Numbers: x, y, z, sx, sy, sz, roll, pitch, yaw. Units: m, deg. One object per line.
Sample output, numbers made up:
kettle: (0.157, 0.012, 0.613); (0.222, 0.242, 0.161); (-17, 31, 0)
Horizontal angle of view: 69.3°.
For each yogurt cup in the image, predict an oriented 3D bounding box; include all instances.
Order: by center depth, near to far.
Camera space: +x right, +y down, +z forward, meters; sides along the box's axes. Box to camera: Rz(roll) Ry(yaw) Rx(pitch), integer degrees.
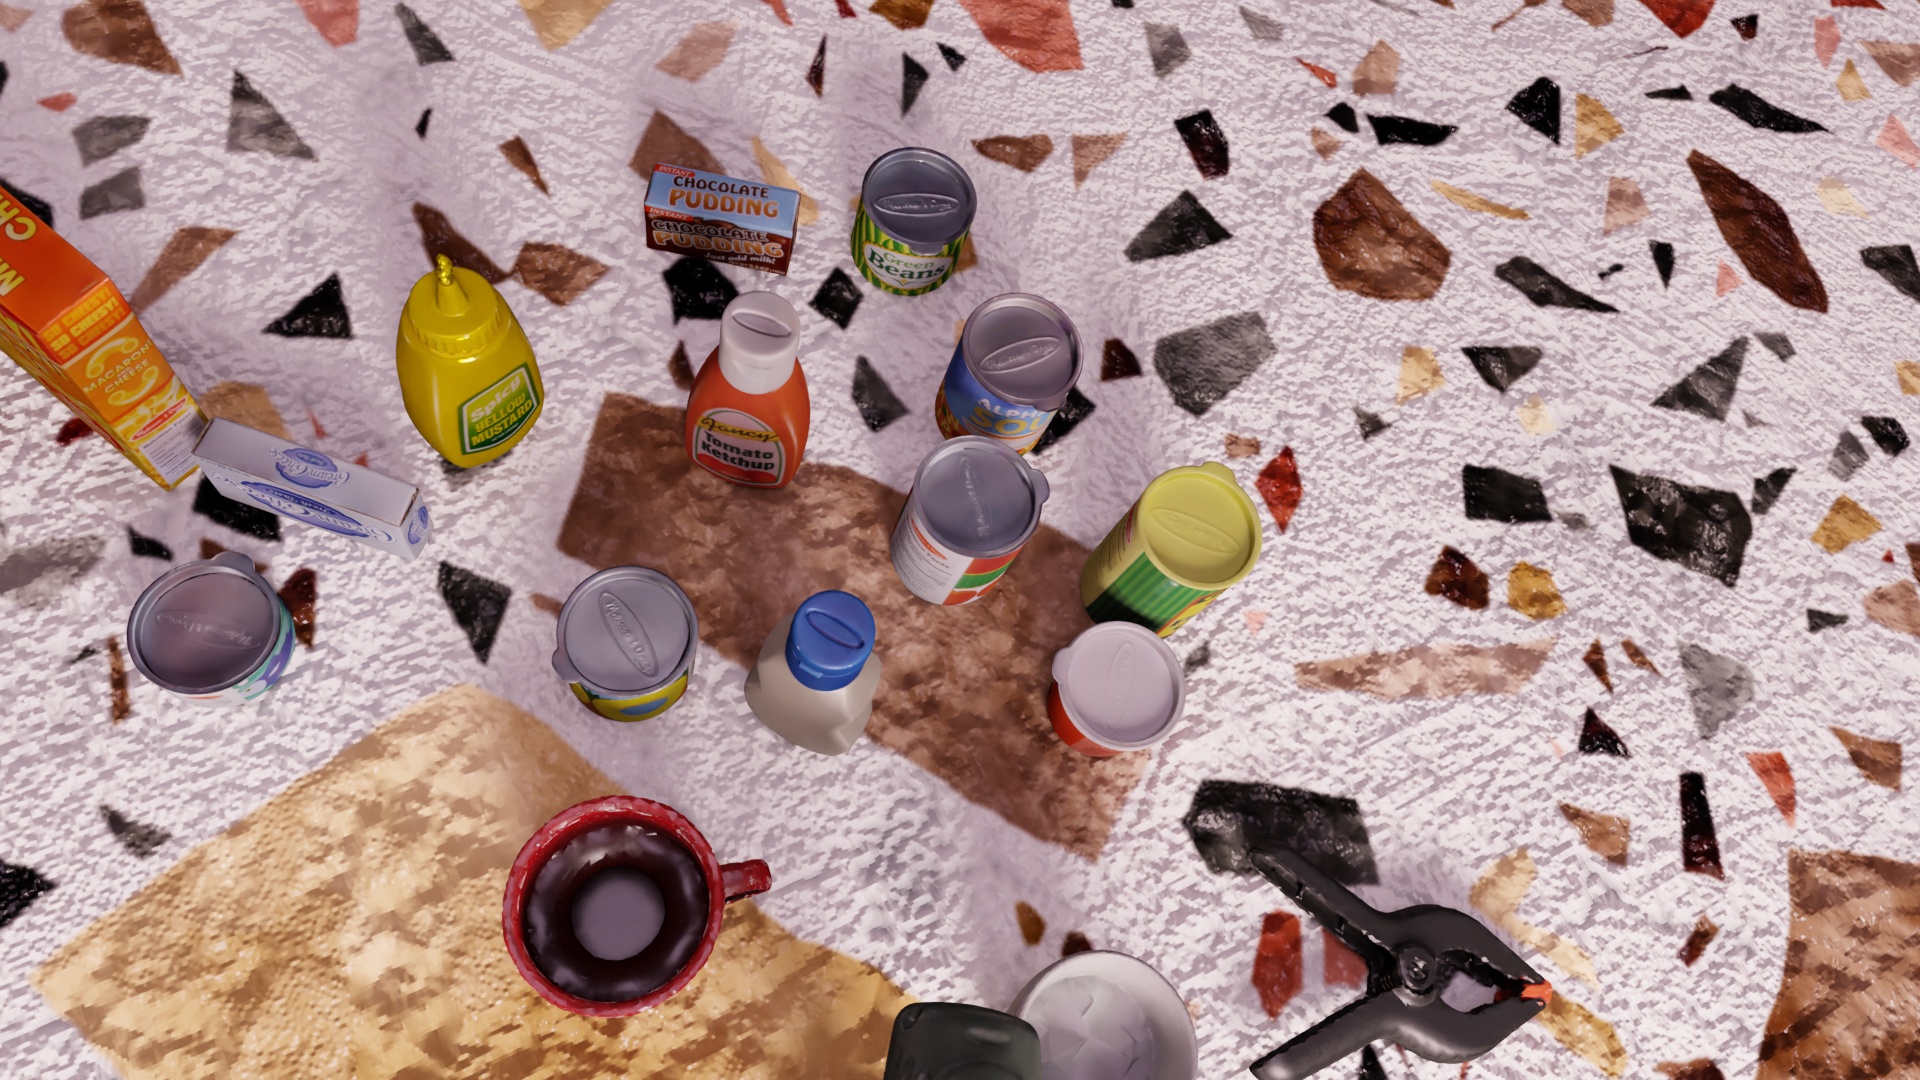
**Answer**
yogurt cup: (0.078, 0.082, 0.730); (0.072, 0.053, 0.072); (4, 69, -11)

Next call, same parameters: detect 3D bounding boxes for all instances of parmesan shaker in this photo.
parmesan shaker: (0.110, 0.008, 0.738); (0.071, 0.102, 0.071); (4, 69, -11)

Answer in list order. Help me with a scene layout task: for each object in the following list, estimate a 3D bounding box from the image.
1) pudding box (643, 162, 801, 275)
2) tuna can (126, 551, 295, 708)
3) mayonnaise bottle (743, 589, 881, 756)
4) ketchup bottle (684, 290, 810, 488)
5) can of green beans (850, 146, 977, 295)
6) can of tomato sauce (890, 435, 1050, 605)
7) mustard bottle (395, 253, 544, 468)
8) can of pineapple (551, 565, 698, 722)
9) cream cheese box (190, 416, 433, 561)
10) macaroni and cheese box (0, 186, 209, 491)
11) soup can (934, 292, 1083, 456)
pudding box: (-0.135, -0.182, 0.787); (0.084, 0.049, 0.030); (10, 68, -8)
tuna can: (-0.355, 0.043, 0.663); (0.071, 0.032, 0.071); (4, 69, -11)
mayonnaise bottle: (-0.067, 0.062, 0.655); (0.065, 0.147, 0.041); (31, 67, 1)
ketchup bottle: (-0.105, -0.074, 0.698); (0.065, 0.148, 0.044); (17, 67, -5)
can of green beans: (-0.028, -0.184, 0.806); (0.071, 0.057, 0.071); (4, 69, -11)
can of tomato sauce: (0.003, -0.009, 0.732); (0.071, 0.082, 0.071); (4, 69, -11)
mustard bottle: (-0.239, -0.089, 0.669); (0.065, 0.159, 0.049); (-41, 83, -22)
can of pineapple: (-0.165, 0.053, 0.686); (0.071, 0.057, 0.071); (4, 69, -11)
cream cheese box: (-0.317, -0.024, 0.685); (0.104, 0.053, 0.024); (20, 67, -4)
macaroni and cheese box: (-0.417, -0.102, 0.632); (0.124, 0.165, 0.040); (39, 67, 4)
soup can: (0.026, -0.085, 0.766); (0.071, 0.083, 0.071); (4, 69, -11)
